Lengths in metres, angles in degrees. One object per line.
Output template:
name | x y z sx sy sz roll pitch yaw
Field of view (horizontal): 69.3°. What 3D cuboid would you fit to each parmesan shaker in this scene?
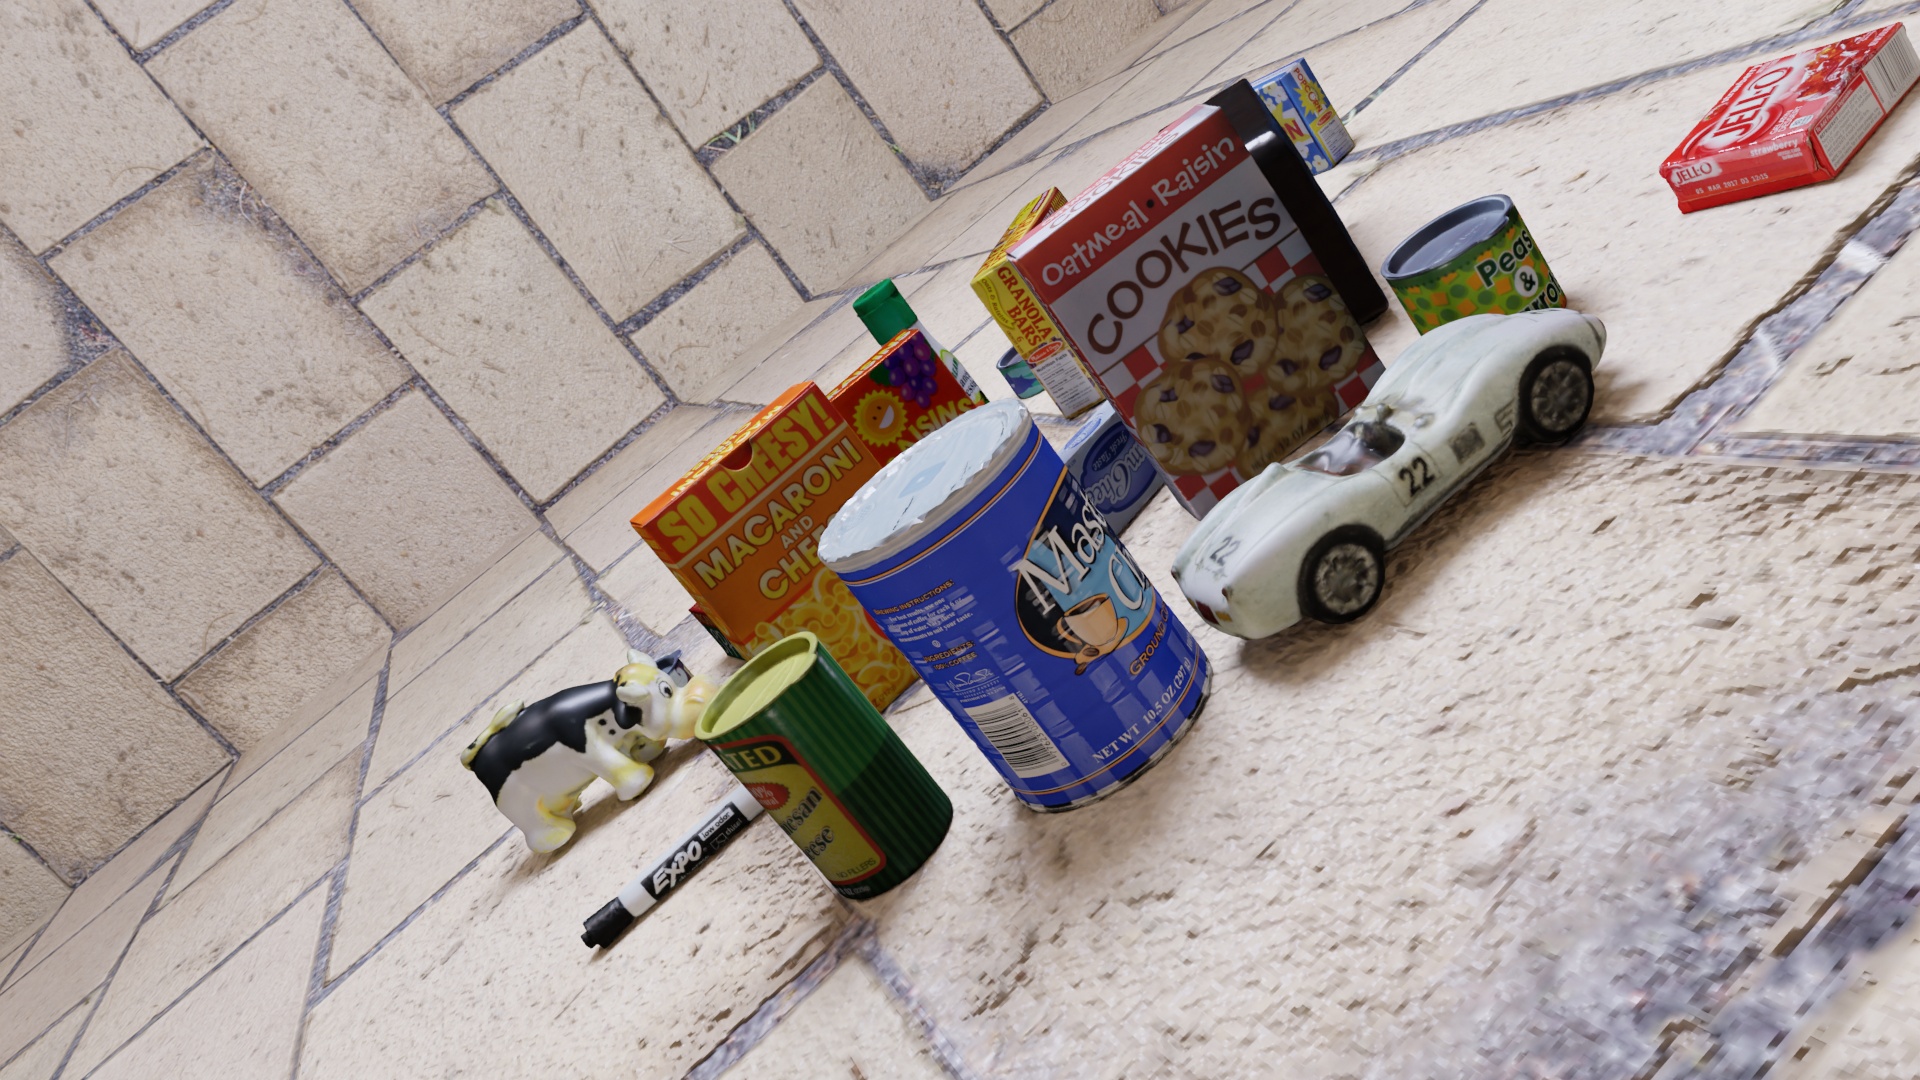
parmesan shaker | -0.057 0.099 0.611 0.071 0.103 0.071 -34 17 12

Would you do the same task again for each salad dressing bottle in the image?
salad dressing bottle | -0.026 -0.132 1.073 0.044 0.147 0.064 -27 20 31

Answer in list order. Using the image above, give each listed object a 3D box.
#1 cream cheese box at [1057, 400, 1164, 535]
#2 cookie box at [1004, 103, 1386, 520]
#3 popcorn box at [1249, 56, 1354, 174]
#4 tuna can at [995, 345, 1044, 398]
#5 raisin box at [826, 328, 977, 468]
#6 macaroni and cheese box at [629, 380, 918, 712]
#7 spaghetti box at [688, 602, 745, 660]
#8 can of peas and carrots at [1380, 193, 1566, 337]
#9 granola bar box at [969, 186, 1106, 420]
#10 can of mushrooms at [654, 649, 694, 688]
cream cheese box | 0.084 -0.040 0.777 0.104 0.053 0.024 -46 19 -27
cookie box | 0.120 -0.114 0.703 0.123 0.167 0.040 -37 17 3
popcorn box | 0.253 -0.337 1.155 0.038 0.085 0.126 -45 19 -24
tuna can | 0.066 -0.148 1.125 0.071 0.032 0.071 -34 17 12
raisin box | -0.029 -0.073 0.966 0.086 0.123 0.040 -41 17 -12
macaroni and cheese box | -0.080 0.014 0.768 0.124 0.166 0.040 -43 18 -17
spaghetti box | -0.127 0.061 0.937 0.029 0.050 0.250 -44 18 -19
can of peas and carrots | 0.246 -0.122 0.660 0.071 0.058 0.071 -34 17 12
granola bar box | 0.076 -0.181 1.036 0.039 0.124 0.166 -28 19 29
can of mushrooms | -0.221 0.115 1.013 0.071 0.033 0.071 -34 17 12
